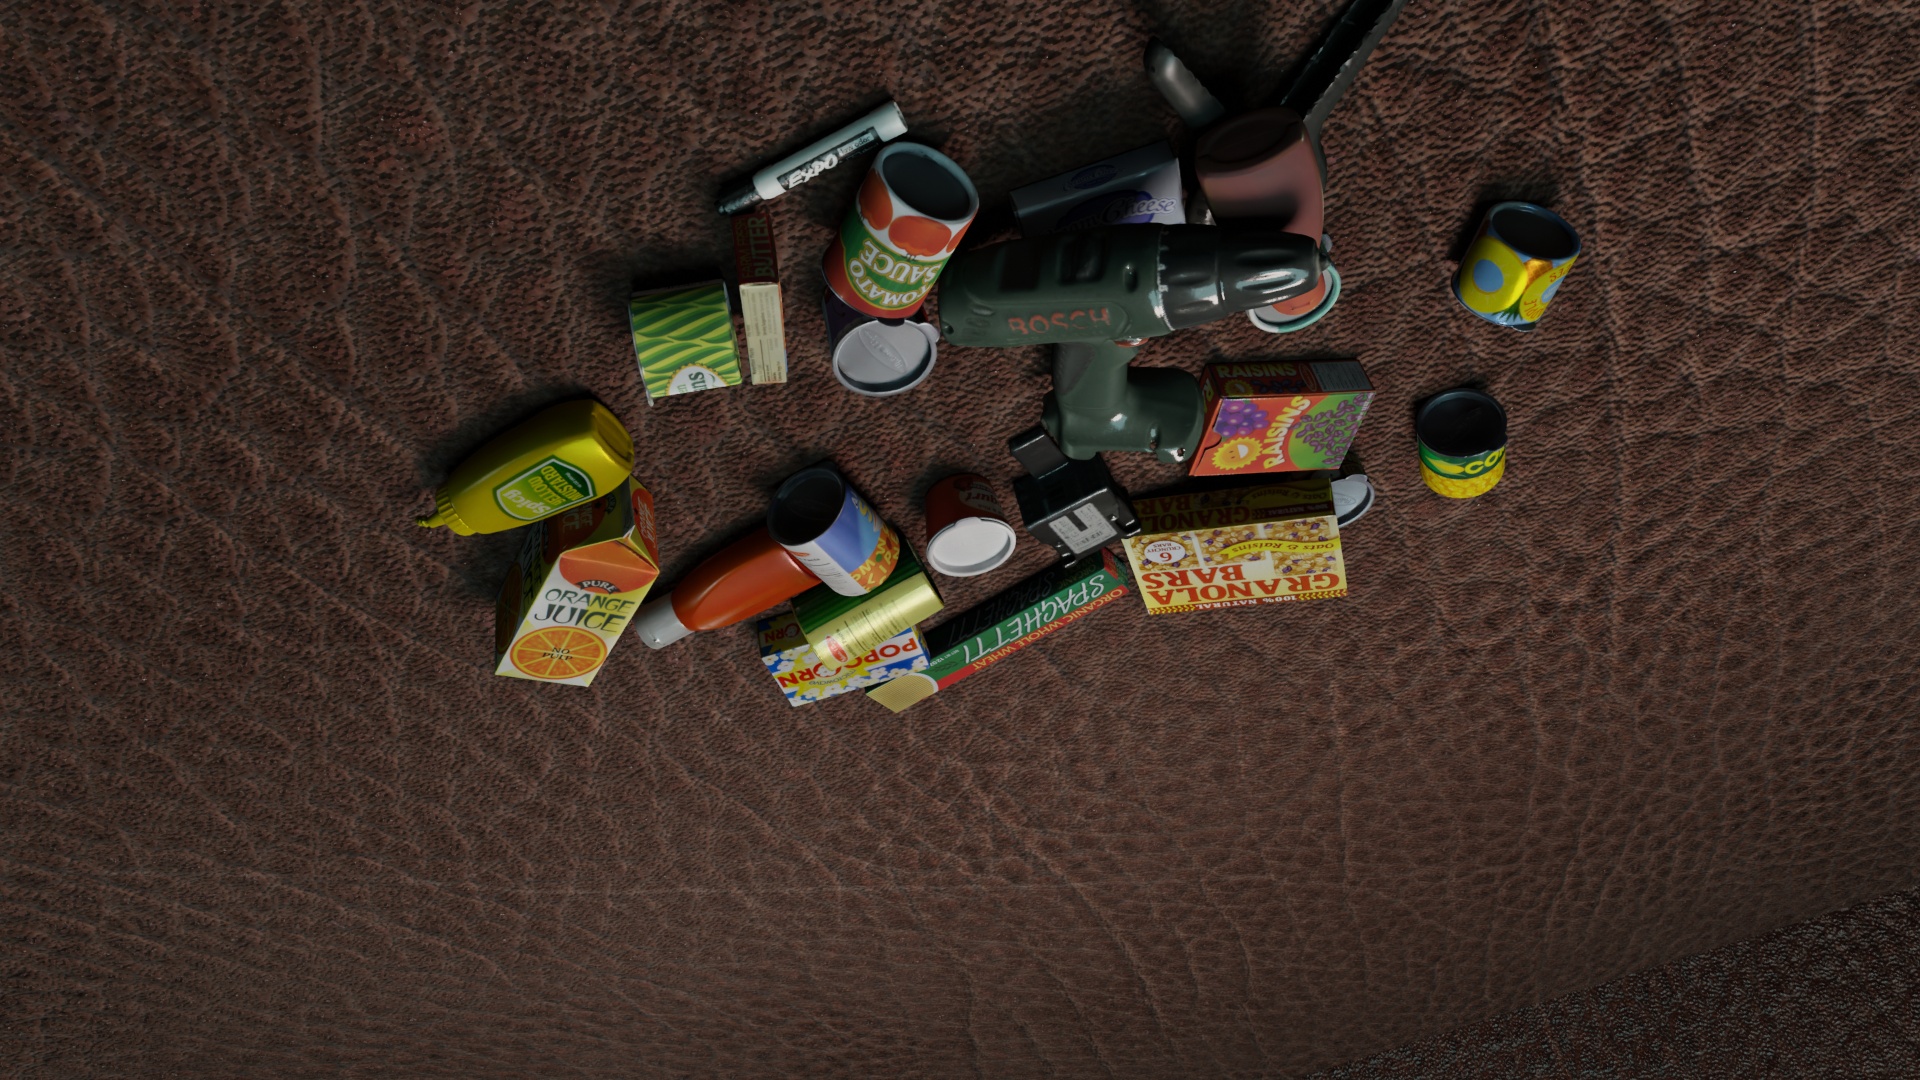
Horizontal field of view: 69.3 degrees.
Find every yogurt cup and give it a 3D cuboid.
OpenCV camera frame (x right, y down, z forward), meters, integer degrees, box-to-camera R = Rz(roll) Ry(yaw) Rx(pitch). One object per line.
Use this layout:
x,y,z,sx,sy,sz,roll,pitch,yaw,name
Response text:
0.004,-0.013,1.054,0.072,0.054,0.072,-8,142,-7,yogurt cup

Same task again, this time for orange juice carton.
-0.271,0.021,0.997,0.073,0.072,0.191,12,136,-30,orange juice carton

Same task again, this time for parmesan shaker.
-0.071,0.050,1.087,0.103,0.071,0.071,-29,141,1,parmesan shaker

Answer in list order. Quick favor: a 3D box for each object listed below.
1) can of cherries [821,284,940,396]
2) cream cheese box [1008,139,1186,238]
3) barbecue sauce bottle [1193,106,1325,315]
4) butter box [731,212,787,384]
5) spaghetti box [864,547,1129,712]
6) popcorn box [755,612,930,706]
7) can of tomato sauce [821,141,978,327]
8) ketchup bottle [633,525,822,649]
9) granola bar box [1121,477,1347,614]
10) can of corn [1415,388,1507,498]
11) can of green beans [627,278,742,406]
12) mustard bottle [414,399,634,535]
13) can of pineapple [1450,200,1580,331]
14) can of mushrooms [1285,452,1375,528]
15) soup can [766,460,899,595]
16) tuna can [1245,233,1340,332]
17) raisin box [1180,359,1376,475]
-0.050,-0.136,0.880,0.071,0.059,0.071,-8,141,-6,can of cherries
0.086,-0.206,0.861,0.104,0.024,0.053,-17,142,4,cream cheese box
0.185,-0.188,0.821,0.065,0.044,0.148,-17,148,16,barbecue sauce bottle
-0.120,-0.144,0.837,0.024,0.053,0.103,-7,153,-7,butter box
0.028,0.078,1.196,0.249,0.029,0.050,-29,140,19,spaghetti box
-0.097,0.088,1.162,0.127,0.038,0.085,-16,143,3,popcorn box
-0.035,-0.179,0.813,0.071,0.071,0.082,8,143,-26,can of tomato sauce
-0.182,0.039,1.070,0.148,0.044,0.064,-26,141,16,ketchup bottle
0.223,0.007,1.127,0.165,0.039,0.123,-7,145,16,granola bar box
0.393,-0.074,1.085,0.071,0.071,0.058,-19,143,7,can of corn
-0.168,-0.124,0.852,0.058,0.071,0.071,-10,142,-6,can of green beans
-0.299,-0.039,0.932,0.160,0.049,0.065,-24,138,13,mustard bottle
0.377,-0.186,0.940,0.071,0.071,0.057,-3,141,-13,can of pineapple
0.300,-0.041,1.127,0.071,0.033,0.070,-8,142,-6,can of mushrooms
-0.091,-0.008,1.024,0.071,0.071,0.083,-25,142,15,soup can
0.222,-0.175,0.935,0.071,0.033,0.070,-8,142,-6,tuna can
0.235,-0.091,1.040,0.123,0.040,0.085,-3,142,-12,raisin box
